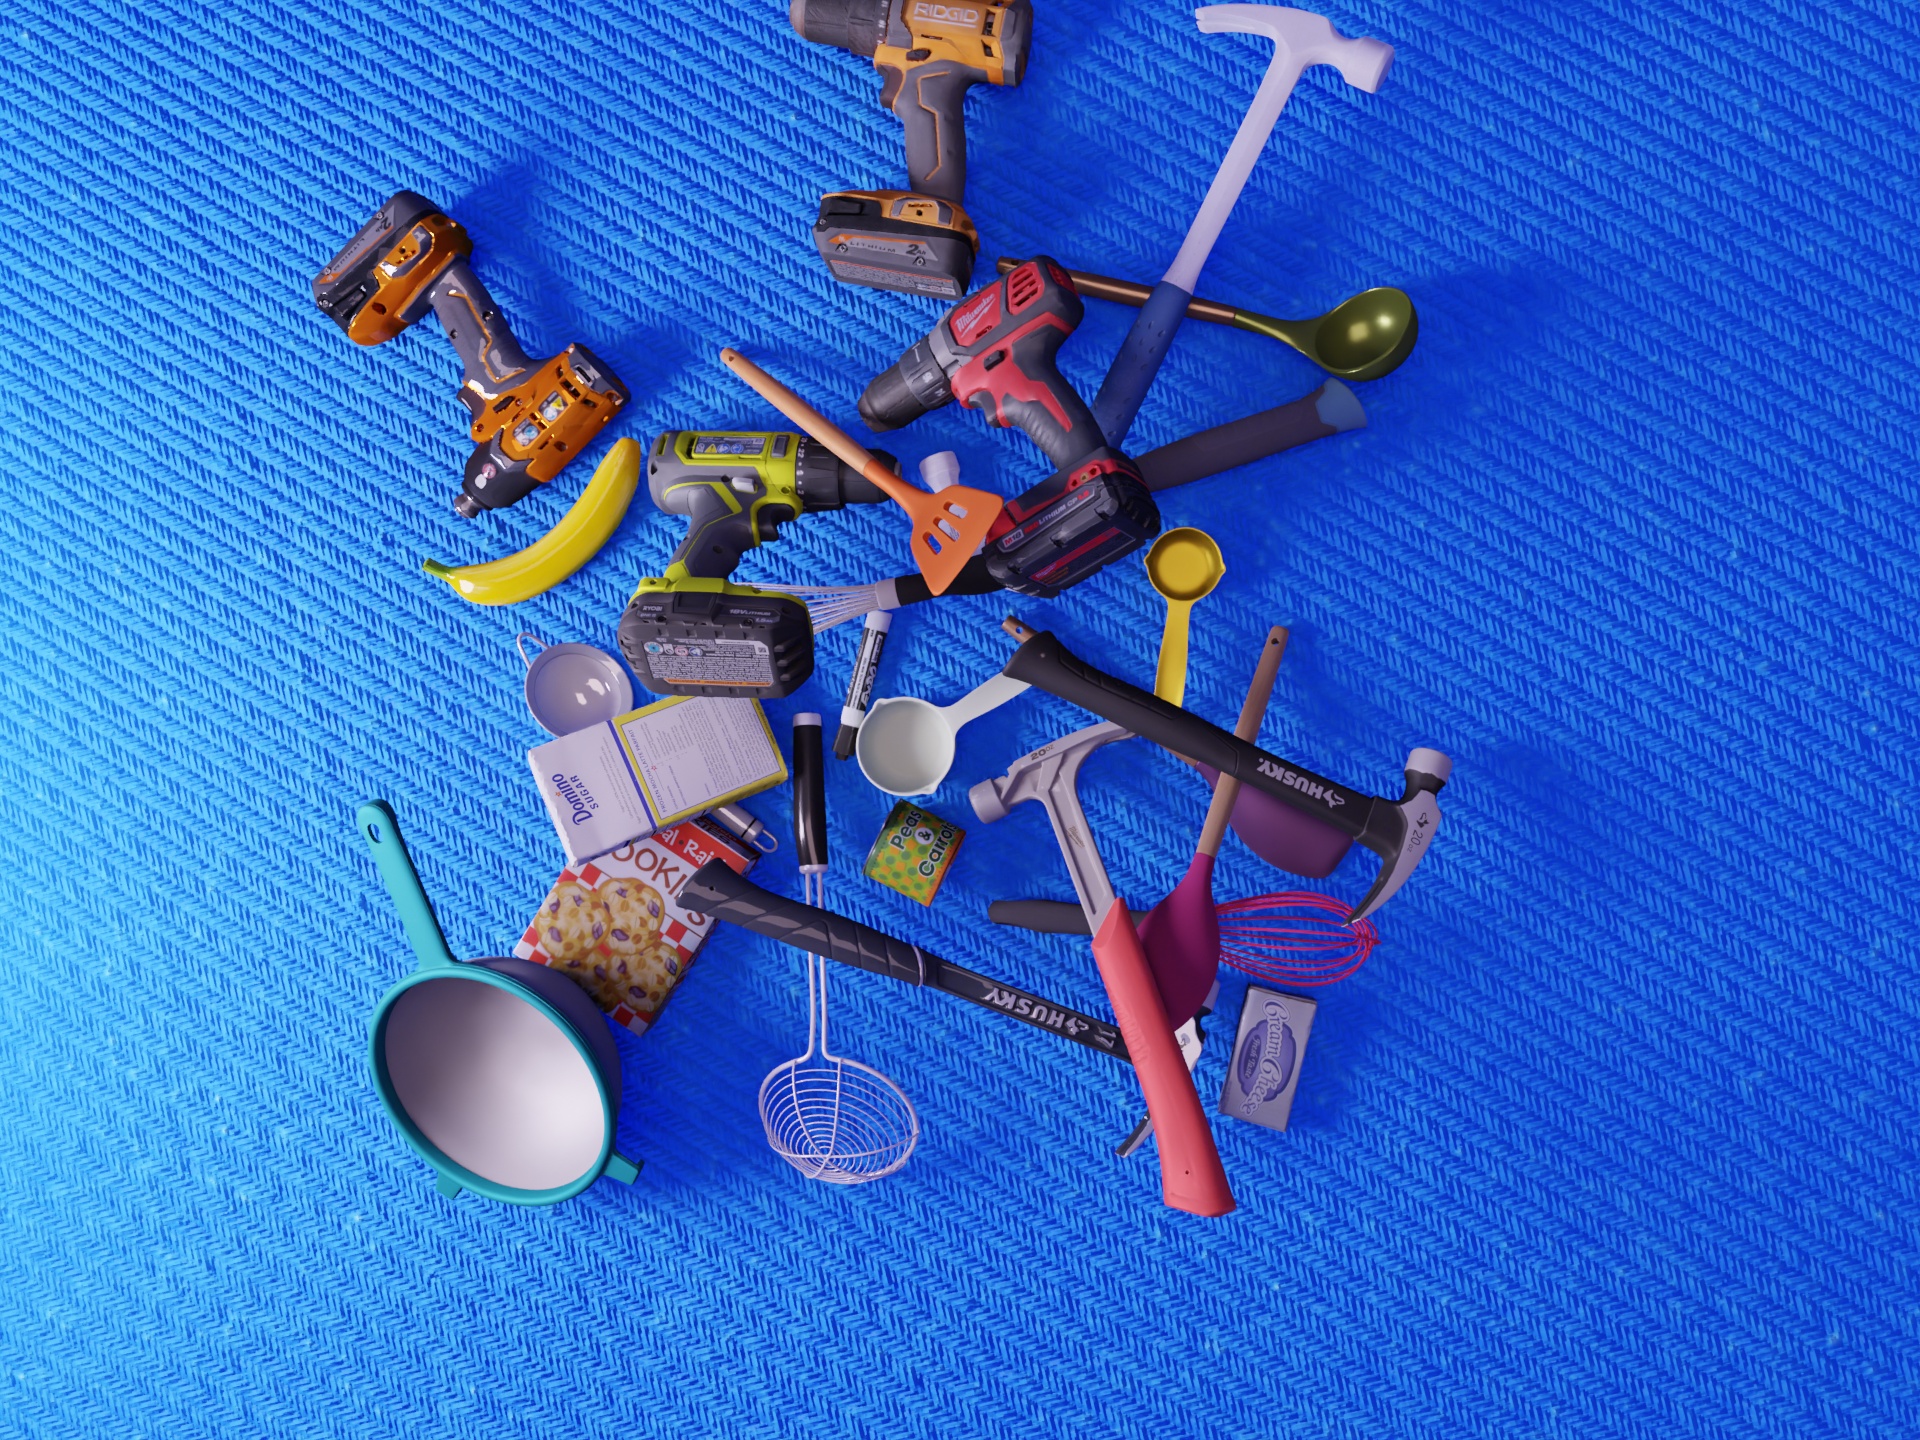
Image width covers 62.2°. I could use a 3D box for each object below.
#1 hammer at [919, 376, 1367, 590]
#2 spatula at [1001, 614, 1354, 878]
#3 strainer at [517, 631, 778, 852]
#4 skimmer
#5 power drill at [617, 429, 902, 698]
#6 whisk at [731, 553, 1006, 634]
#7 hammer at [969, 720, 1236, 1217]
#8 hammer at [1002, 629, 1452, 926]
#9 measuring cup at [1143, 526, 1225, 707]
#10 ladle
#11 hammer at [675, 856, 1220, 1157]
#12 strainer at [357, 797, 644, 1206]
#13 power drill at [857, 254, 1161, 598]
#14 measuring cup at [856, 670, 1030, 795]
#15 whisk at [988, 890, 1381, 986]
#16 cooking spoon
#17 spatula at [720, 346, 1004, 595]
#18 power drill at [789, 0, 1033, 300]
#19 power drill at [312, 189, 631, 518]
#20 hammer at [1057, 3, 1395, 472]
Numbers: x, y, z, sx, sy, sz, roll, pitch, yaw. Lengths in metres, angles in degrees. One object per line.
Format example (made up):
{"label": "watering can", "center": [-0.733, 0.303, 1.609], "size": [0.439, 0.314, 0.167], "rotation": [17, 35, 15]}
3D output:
{"label": "hammer", "center": [0.143, -0.190, 1.210], "size": [0.331, 0.033, 0.128], "rotation": [-18, 89, 6]}
{"label": "spatula", "center": [0.161, 0.017, 1.220], "size": [0.316, 0.018, 0.060], "rotation": [37, 94, 3]}
{"label": "strainer", "center": [-0.248, 0.024, 1.250], "size": [0.258, 0.050, 0.087], "rotation": [38, 54, -2]}
{"label": "skimmer", "center": [-0.102, 0.178, 1.244], "size": [0.127, 0.090, 0.363], "rotation": [-6, 80, 16]}
{"label": "power drill", "center": [-0.148, -0.127, 1.171], "size": [0.190, 0.080, 0.229], "rotation": [2, 51, 6]}
{"label": "whisk", "center": [-0.086, -0.089, 1.207], "size": [0.284, 0.070, 0.070], "rotation": [-11, 90, 10]}
{"label": "hammer", "center": [0.127, 0.176, 1.144], "size": [0.149, 0.036, 0.359], "rotation": [-25, 66, 12]}
{"label": "hammer", "center": [0.186, 0.026, 1.158], "size": [0.335, 0.035, 0.146], "rotation": [25, 71, -1]}
{"label": "measuring cup", "center": [0.164, -0.069, 1.214], "size": [0.062, 0.029, 0.156], "rotation": [7, 94, 5]}
{"label": "ladle", "center": [0.181, -0.317, 1.194], "size": [0.320, 0.062, 0.078], "rotation": [15, 67, 8]}
{"label": "hammer", "center": [-0.016, 0.195, 1.188], "size": [0.409, 0.036, 0.149], "rotation": [21, 77, -3]}
{"label": "strainer", "center": [-0.359, 0.202, 1.208], "size": [0.211, 0.095, 0.340], "rotation": [-12, 106, 23]}
{"label": "power drill", "center": [0.029, -0.202, 1.152], "size": [0.188, 0.080, 0.227], "rotation": [-29, 69, 23]}
{"label": "measuring cup", "center": [-0.002, -0.004, 1.227], "size": [0.167, 0.038, 0.083], "rotation": [-31, 88, 3]}
{"label": "whisk", "center": [0.166, 0.158, 1.204], "size": [0.296, 0.073, 0.073], "rotation": [4, 92, 11]}
{"label": "cooking spoon", "center": [0.190, 0.076, 1.183], "size": [0.069, 0.017, 0.319], "rotation": [16, 78, 20]}
{"label": "spatula", "center": [-0.085, -0.199, 1.160], "size": [0.323, 0.041, 0.081], "rotation": [41, 100, 31]}
{"label": "power drill", "center": [-0.054, -0.448, 1.203], "size": [0.185, 0.084, 0.226], "rotation": [11, 88, 6]}
{"label": "power drill", "center": [-0.390, -0.277, 1.239], "size": [0.164, 0.084, 0.226], "rotation": [-44, 91, 5]}
{"label": "hammer", "center": [0.158, -0.329, 1.165], "size": [0.144, 0.035, 0.405], "rotation": [28, 96, 14]}
